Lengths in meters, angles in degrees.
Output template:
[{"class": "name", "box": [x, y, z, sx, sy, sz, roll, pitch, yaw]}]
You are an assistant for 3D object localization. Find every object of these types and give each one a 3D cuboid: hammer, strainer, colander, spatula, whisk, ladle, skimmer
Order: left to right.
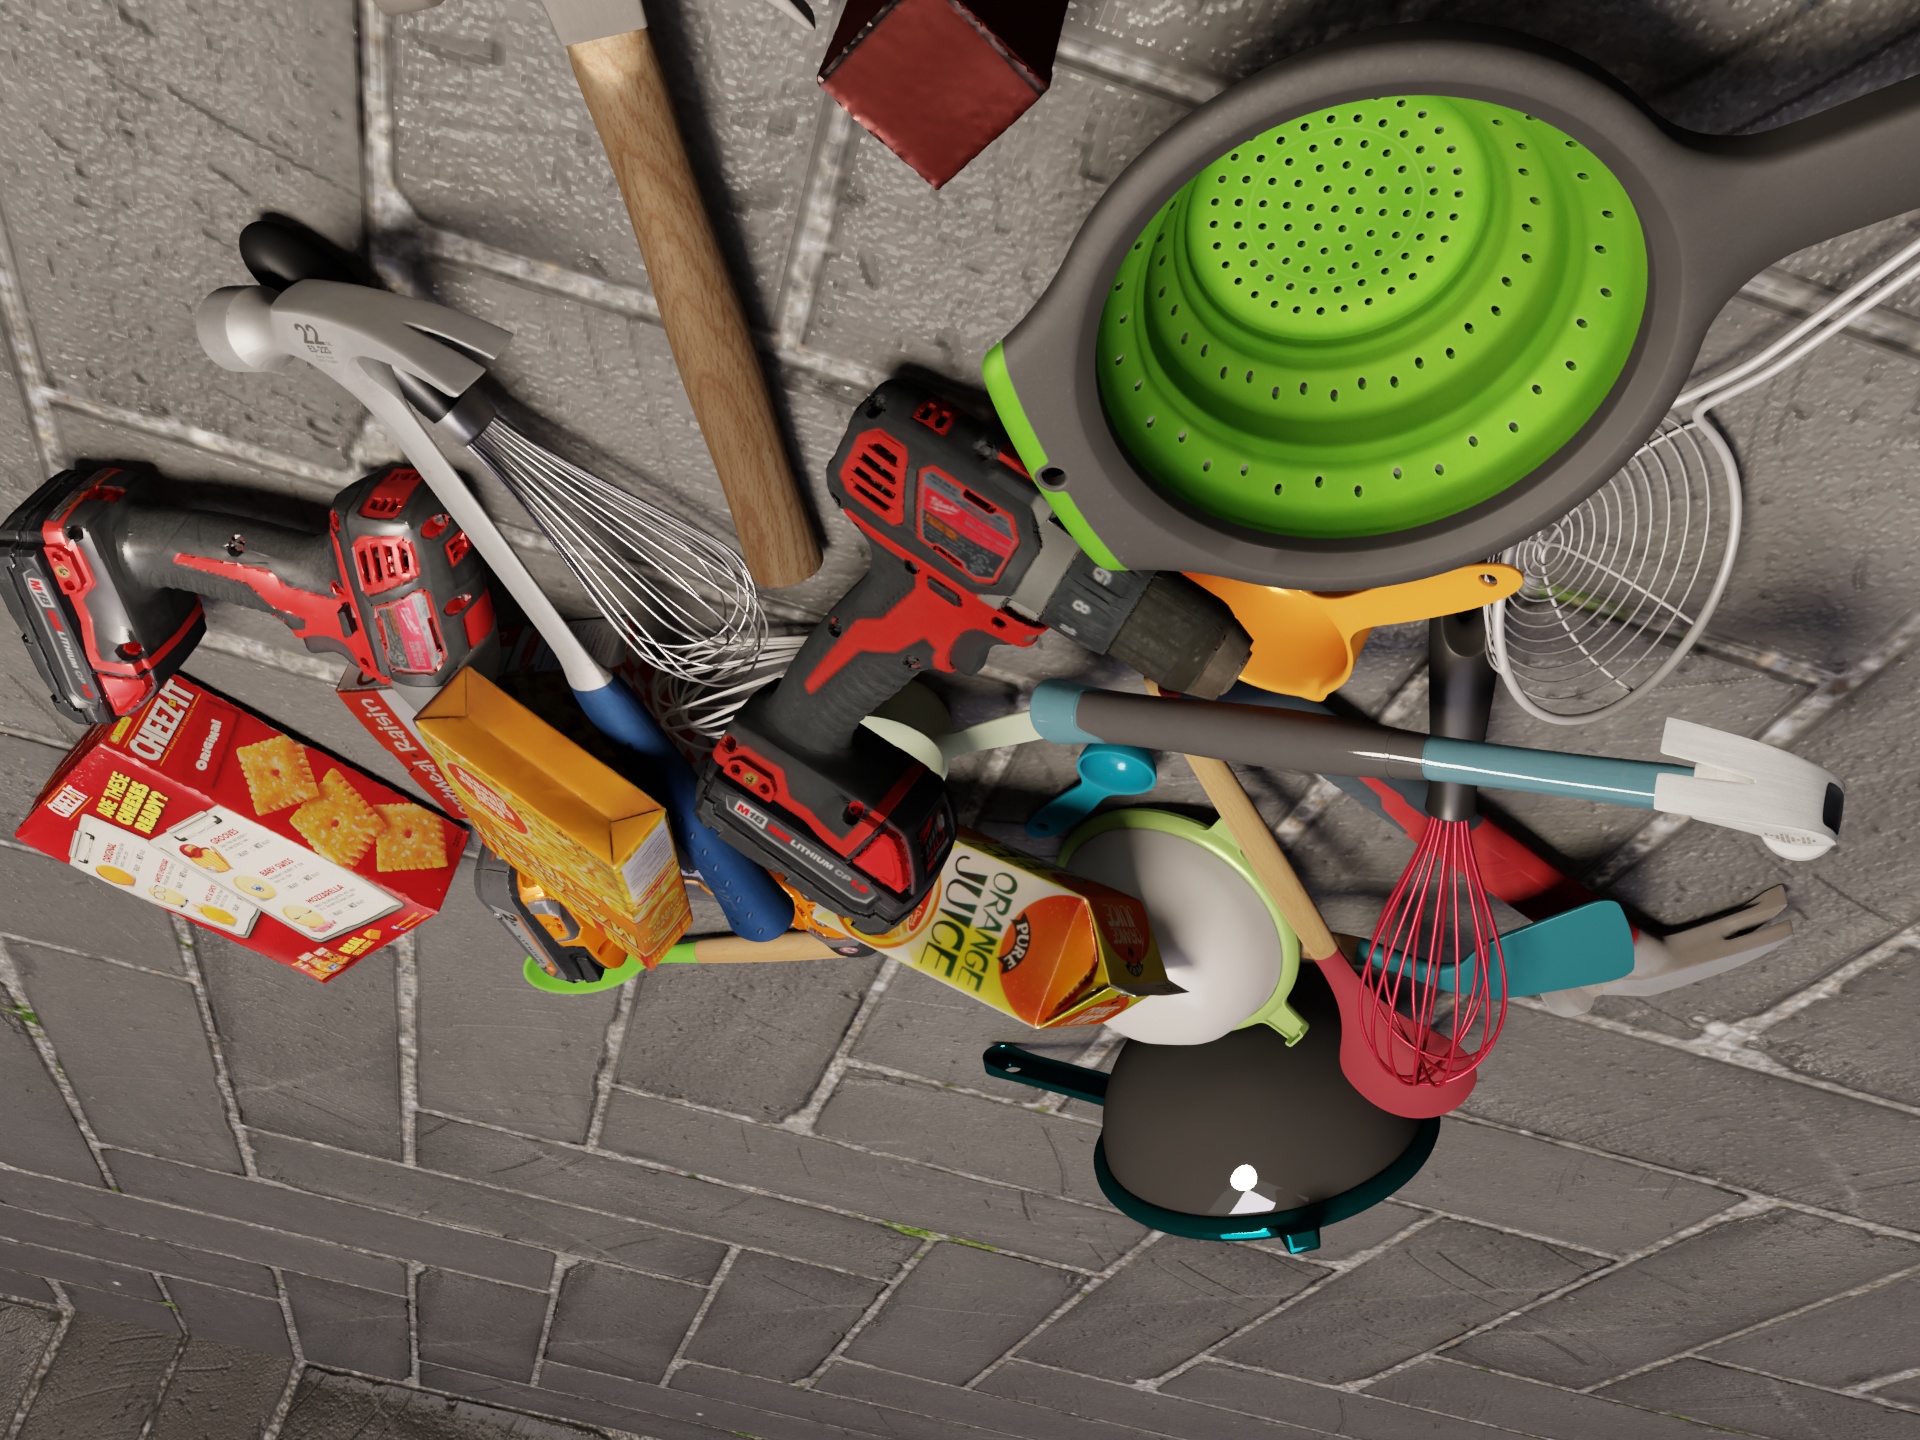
[{"class": "whisk", "box": [-0.192, -0.111, 0.698, 0.070, 0.070, 0.284, -24, 126, 38]}, {"class": "hammer", "box": [-0.170, -0.025, 0.722, 0.144, 0.035, 0.405, 10, 144, 33]}, {"class": "hammer", "box": [-0.098, -0.163, 0.607, 0.130, 0.031, 0.331, -12, 146, 1]}, {"class": "whisk", "box": [-0.050, -0.034, 0.774, 0.246, 0.058, 0.059, -16, 106, 25]}, {"class": "strainer", "box": [0.063, 0.130, 0.910, 0.256, 0.069, 0.151, -3, 117, 34]}, {"class": "strainer", "box": [0.130, 0.212, 1.007, 0.340, 0.211, 0.095, 2, 112, 46]}, {"class": "ladle", "box": [0.179, 0.100, 0.828, 0.069, 0.031, 0.315, -23, 111, 31]}, {"class": "spatula", "box": [0.201, 0.116, 0.885, 0.318, 0.044, 0.082, 5, 148, 33]}, {"class": "hammer", "box": [0.185, 0.014, 0.671, 0.331, 0.033, 0.128, 8, 173, 29]}, {"class": "whisk", "box": [0.229, 0.058, 0.749, 0.073, 0.073, 0.295, 2, 118, 12]}, {"class": "hammer", "box": [0.257, 0.046, 0.809, 0.386, 0.038, 0.143, 32, 137, -26]}, {"class": "colander", "box": [0.202, -0.169, 0.499, 0.397, 0.095, 0.204, -17, 135, 21]}, {"class": "skimmer", "box": [0.319, -0.123, 0.524, 0.127, 0.090, 0.363, 8, 147, -31]}]

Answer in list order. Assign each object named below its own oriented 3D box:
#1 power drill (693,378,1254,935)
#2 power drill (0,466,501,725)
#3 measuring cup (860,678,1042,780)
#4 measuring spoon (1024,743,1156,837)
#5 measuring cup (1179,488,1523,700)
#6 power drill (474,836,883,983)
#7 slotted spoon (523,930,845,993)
[{"class": "power drill", "box": [-0.001, -0.012, 0.691, 0.188, 0.080, 0.226, 33, 122, 3]}, {"class": "power drill", "box": [-0.335, -0.053, 0.777, 0.219, 0.079, 0.143, 2, 128, 6]}, {"class": "measuring cup", "box": [-0.001, -0.003, 0.811, 0.167, 0.038, 0.083, -12, 138, 25]}, {"class": "measuring spoon", "box": [0.067, 0.036, 0.866, 0.042, 0.021, 0.128, 24, 151, -13]}, {"class": "measuring cup", "box": [0.159, -0.061, 0.640, 0.095, 0.052, 0.174, 43, 153, -24]}, {"class": "power drill", "box": [-0.152, 0.101, 0.951, 0.226, 0.084, 0.164, -6, 141, 14]}, {"class": "slotted spoon", "box": [-0.150, 0.154, 1.065, 0.314, 0.031, 0.070, -6, 141, 18]}]
